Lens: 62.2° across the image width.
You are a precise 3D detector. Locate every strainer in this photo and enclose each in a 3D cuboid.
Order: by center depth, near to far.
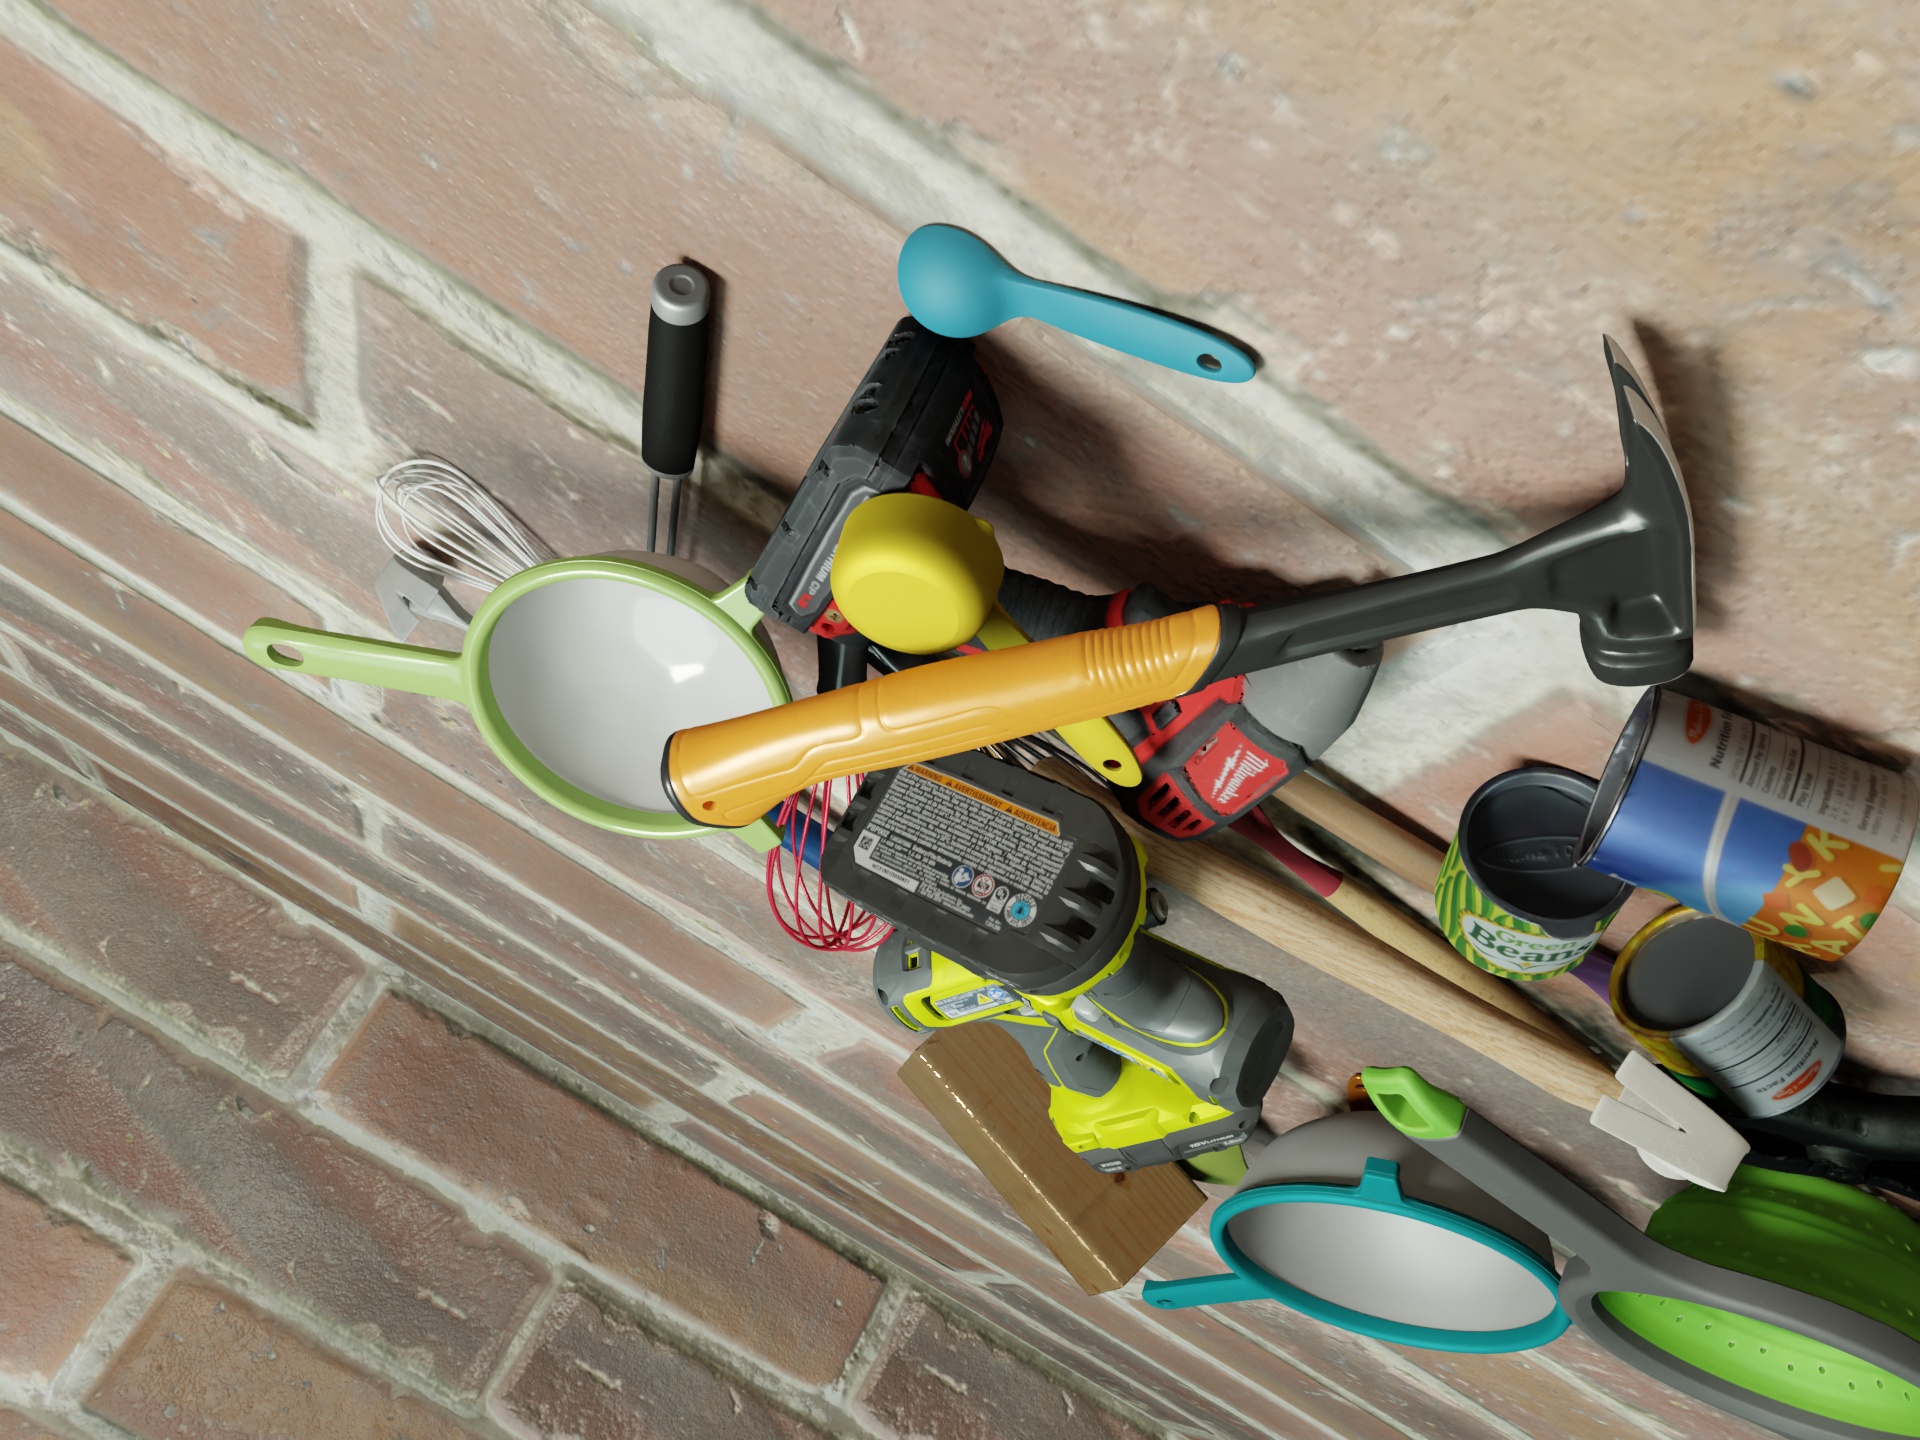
[{"bbox_3d":[-0.191,-0.031,0.718,0.256,0.069,0.151,9,129,8],"label":"strainer"},{"bbox_3d":[0.232,0.321,1.018,0.211,0.095,0.340,33,145,-16],"label":"strainer"}]

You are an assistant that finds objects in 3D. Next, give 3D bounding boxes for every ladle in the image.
[{"bbox_3d":[0.195,0.092,0.751,0.315,0.031,0.069,34,165,-13],"label":"ladle"},{"bbox_3d":[0.276,0.342,1.129,0.320,0.062,0.078,26,154,-7],"label":"ladle"}]

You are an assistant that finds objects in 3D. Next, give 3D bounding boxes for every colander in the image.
[{"bbox_3d":[0.351,0.238,0.766,0.396,0.094,0.204,36,155,-17],"label":"colander"}]

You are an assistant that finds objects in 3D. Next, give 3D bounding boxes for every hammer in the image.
[{"bbox_3d":[0.052,-0.021,0.505,0.337,0.034,0.127,-14,142,18],"label":"hammer"},{"bbox_3d":[0.170,0.102,0.681,0.331,0.031,0.130,29,176,20],"label":"hammer"},{"bbox_3d":[-0.173,0.024,0.970,0.405,0.035,0.144,35,-179,-18],"label":"hammer"}]

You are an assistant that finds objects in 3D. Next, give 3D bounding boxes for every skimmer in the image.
[{"bbox_3d":[-0.143,-0.065,0.746,0.127,0.090,0.363,9,155,-9],"label":"skimmer"}]

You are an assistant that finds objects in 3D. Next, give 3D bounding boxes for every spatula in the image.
[{"bbox_3d":[0.244,0.087,0.694,0.316,0.018,0.059,31,153,-6],"label":"spatula"}]

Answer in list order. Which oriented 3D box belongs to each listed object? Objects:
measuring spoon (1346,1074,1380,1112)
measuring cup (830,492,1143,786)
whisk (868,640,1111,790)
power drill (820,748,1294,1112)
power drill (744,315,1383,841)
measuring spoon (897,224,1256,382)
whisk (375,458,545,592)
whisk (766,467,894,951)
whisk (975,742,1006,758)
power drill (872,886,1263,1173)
[{"bbox_3d":[0.257,0.248,0.998,0.021,0.011,0.116,2,142,23],"label":"measuring spoon"},{"bbox_3d":[0.015,-0.016,0.554,0.062,0.029,0.156,-19,128,39],"label":"measuring cup"},{"bbox_3d":[-0.002,-0.002,0.767,0.238,0.055,0.055,44,152,-18],"label":"whisk"},{"bbox_3d":[0.034,0.092,0.717,0.191,0.080,0.228,22,166,33],"label":"power drill"},{"bbox_3d":[0.045,-0.045,0.591,0.219,0.079,0.143,30,142,-11],"label":"power drill"},{"bbox_3d":[0.033,-0.127,0.519,0.129,0.021,0.042,22,154,19],"label":"measuring spoon"},{"bbox_3d":[-0.221,-0.063,0.897,0.246,0.058,0.059,37,-171,-21],"label":"whisk"},{"bbox_3d":[-0.054,0.002,0.733,0.073,0.073,0.295,21,131,19],"label":"whisk"},{"bbox_3d":[0.024,0.083,0.902,0.051,0.047,0.244,22,151,20],"label":"whisk"},{"bbox_3d":[0.079,0.173,0.923,0.171,0.080,0.223,-21,132,26],"label":"power drill"}]
